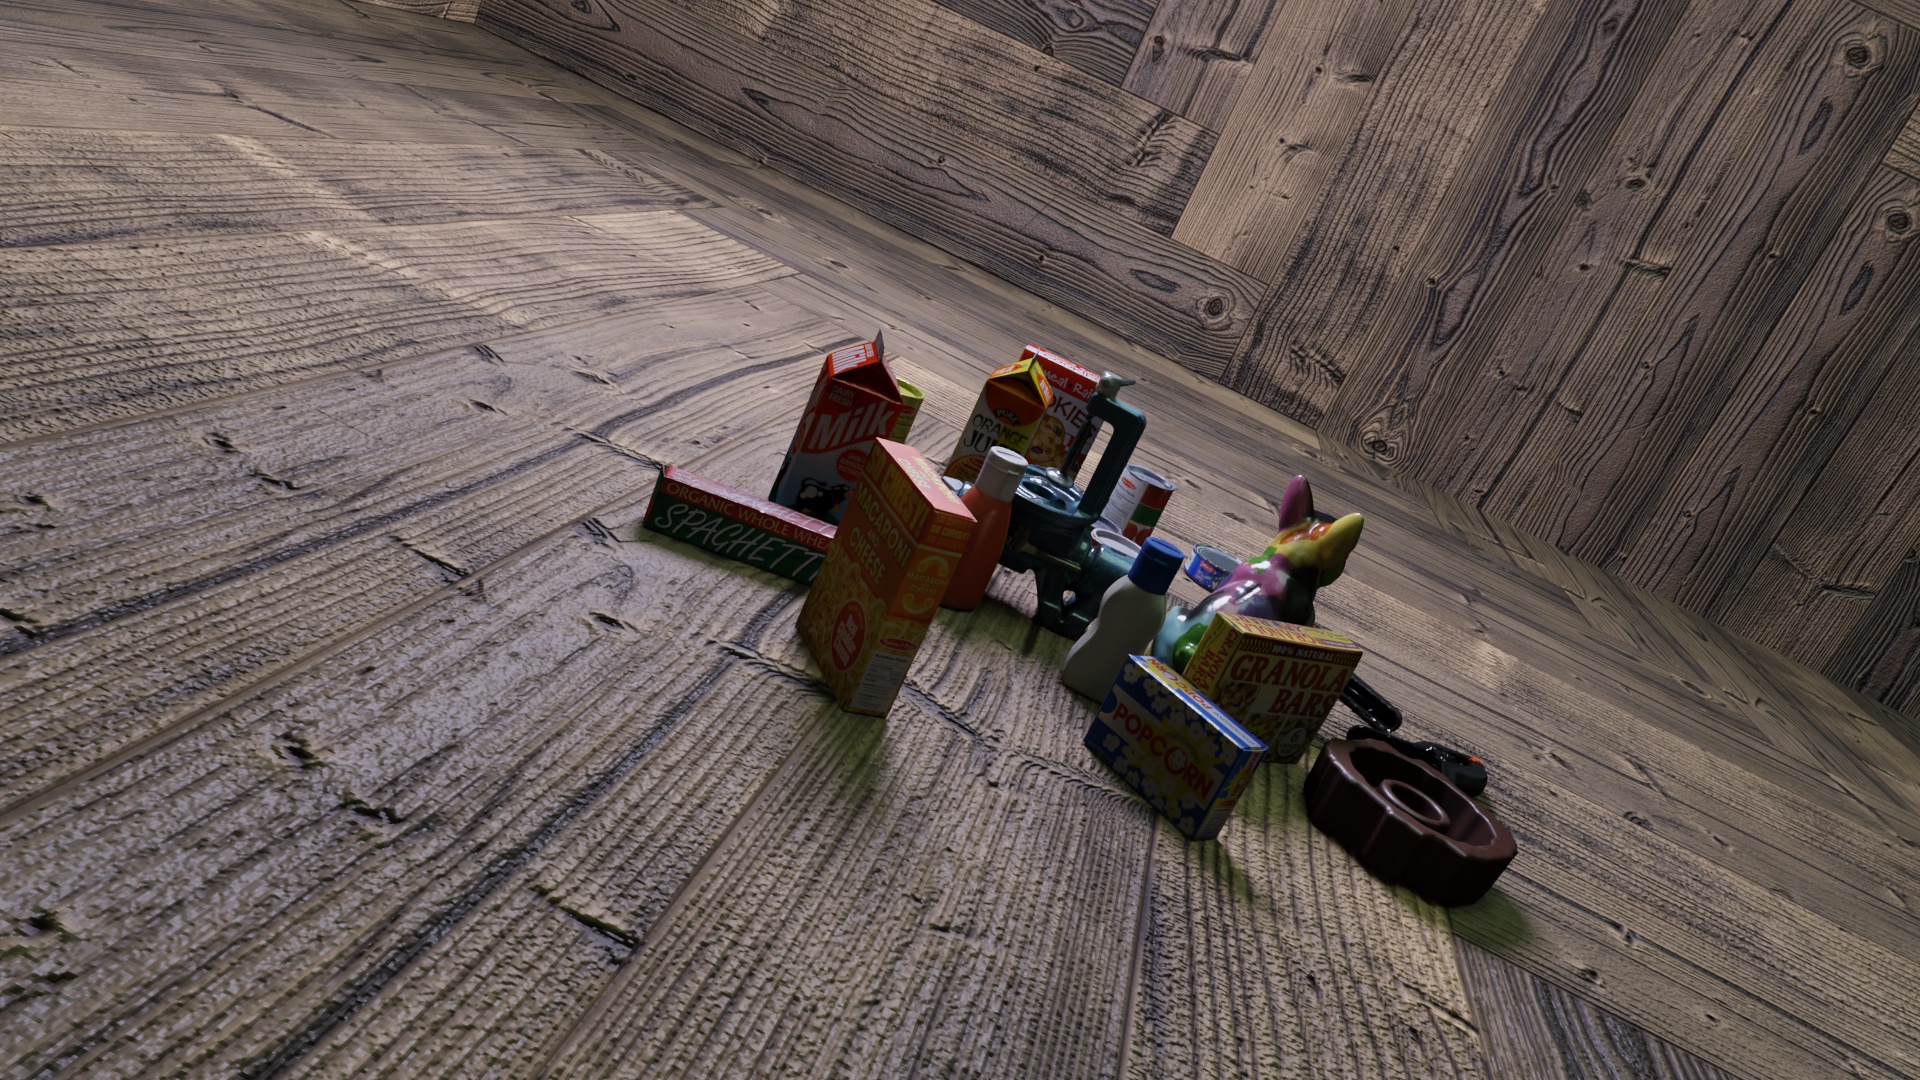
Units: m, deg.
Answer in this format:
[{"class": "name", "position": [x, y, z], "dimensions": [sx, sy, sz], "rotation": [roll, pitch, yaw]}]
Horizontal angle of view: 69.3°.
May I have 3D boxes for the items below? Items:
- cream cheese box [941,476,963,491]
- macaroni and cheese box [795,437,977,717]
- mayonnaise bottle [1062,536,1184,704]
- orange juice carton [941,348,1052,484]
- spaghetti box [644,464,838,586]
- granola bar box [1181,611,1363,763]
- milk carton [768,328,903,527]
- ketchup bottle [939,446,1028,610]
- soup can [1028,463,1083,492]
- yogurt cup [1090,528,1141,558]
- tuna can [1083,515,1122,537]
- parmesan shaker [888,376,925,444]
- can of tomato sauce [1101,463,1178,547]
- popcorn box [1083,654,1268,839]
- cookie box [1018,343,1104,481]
[{"class": "cream cheese box", "position": [0.005, -0.018, 1.403], "dimensions": [0.024, 0.053, 0.104], "rotation": [10, 23, -39]}, {"class": "macaroni and cheese box", "position": [-0.058, 0.025, 1.019], "dimensions": [0.040, 0.166, 0.124], "rotation": [14, 21, -31]}, {"class": "mayonnaise bottle", "position": [0.144, 0.069, 1.191], "dimensions": [0.065, 0.147, 0.041], "rotation": [26, 17, 2]}, {"class": "orange juice carton", "position": [0.043, -0.118, 1.506], "dimensions": [0.073, 0.192, 0.072], "rotation": [26, 17, 2]}, {"class": "spaghetti box", "position": [-0.138, 0.004, 1.160], "dimensions": [0.250, 0.050, 0.029], "rotation": [20, 18, -14]}, {"class": "granola bar box", "position": [0.261, 0.131, 1.209], "dimensions": [0.166, 0.123, 0.039], "rotation": [11, 23, -38]}, {"class": "milk carton", "position": [-0.107, -0.099, 1.263], "dimensions": [0.073, 0.190, 0.072], "rotation": [20, 18, -15]}, {"class": "ketchup bottle", "position": [0.014, -0.011, 1.242], "dimensions": [0.065, 0.148, 0.044], "rotation": [15, 20, -29]}, {"class": "soup can", "position": [0.084, -0.029, 1.489], "dimensions": [0.071, 0.083, 0.071], "rotation": [23, 18, -8]}, {"class": "yogurt cup", "position": [0.160, 0.026, 1.482], "dimensions": [0.072, 0.053, 0.072], "rotation": [23, 18, -8]}, {"class": "tuna can", "position": [0.151, -0.009, 1.603], "dimensions": [0.071, 0.032, 0.071], "rotation": [23, 18, -8]}, {"class": "parmesan shaker", "position": [-0.091, -0.123, 1.491], "dimensions": [0.071, 0.102, 0.071], "rotation": [23, 18, -8]}, {"class": "can of tomato sauce", "position": [0.216, -0.042, 1.698], "dimensions": [0.071, 0.082, 0.071], "rotation": [23, 18, -8]}, {"class": "popcorn box", "position": [0.164, 0.158, 1.071], "dimensions": [0.038, 0.085, 0.127], "rotation": [6, 26, -46]}, {"class": "cookie box", "position": [0.101, -0.136, 1.673], "dimensions": [0.123, 0.167, 0.040], "rotation": [26, 17, 3]}]
